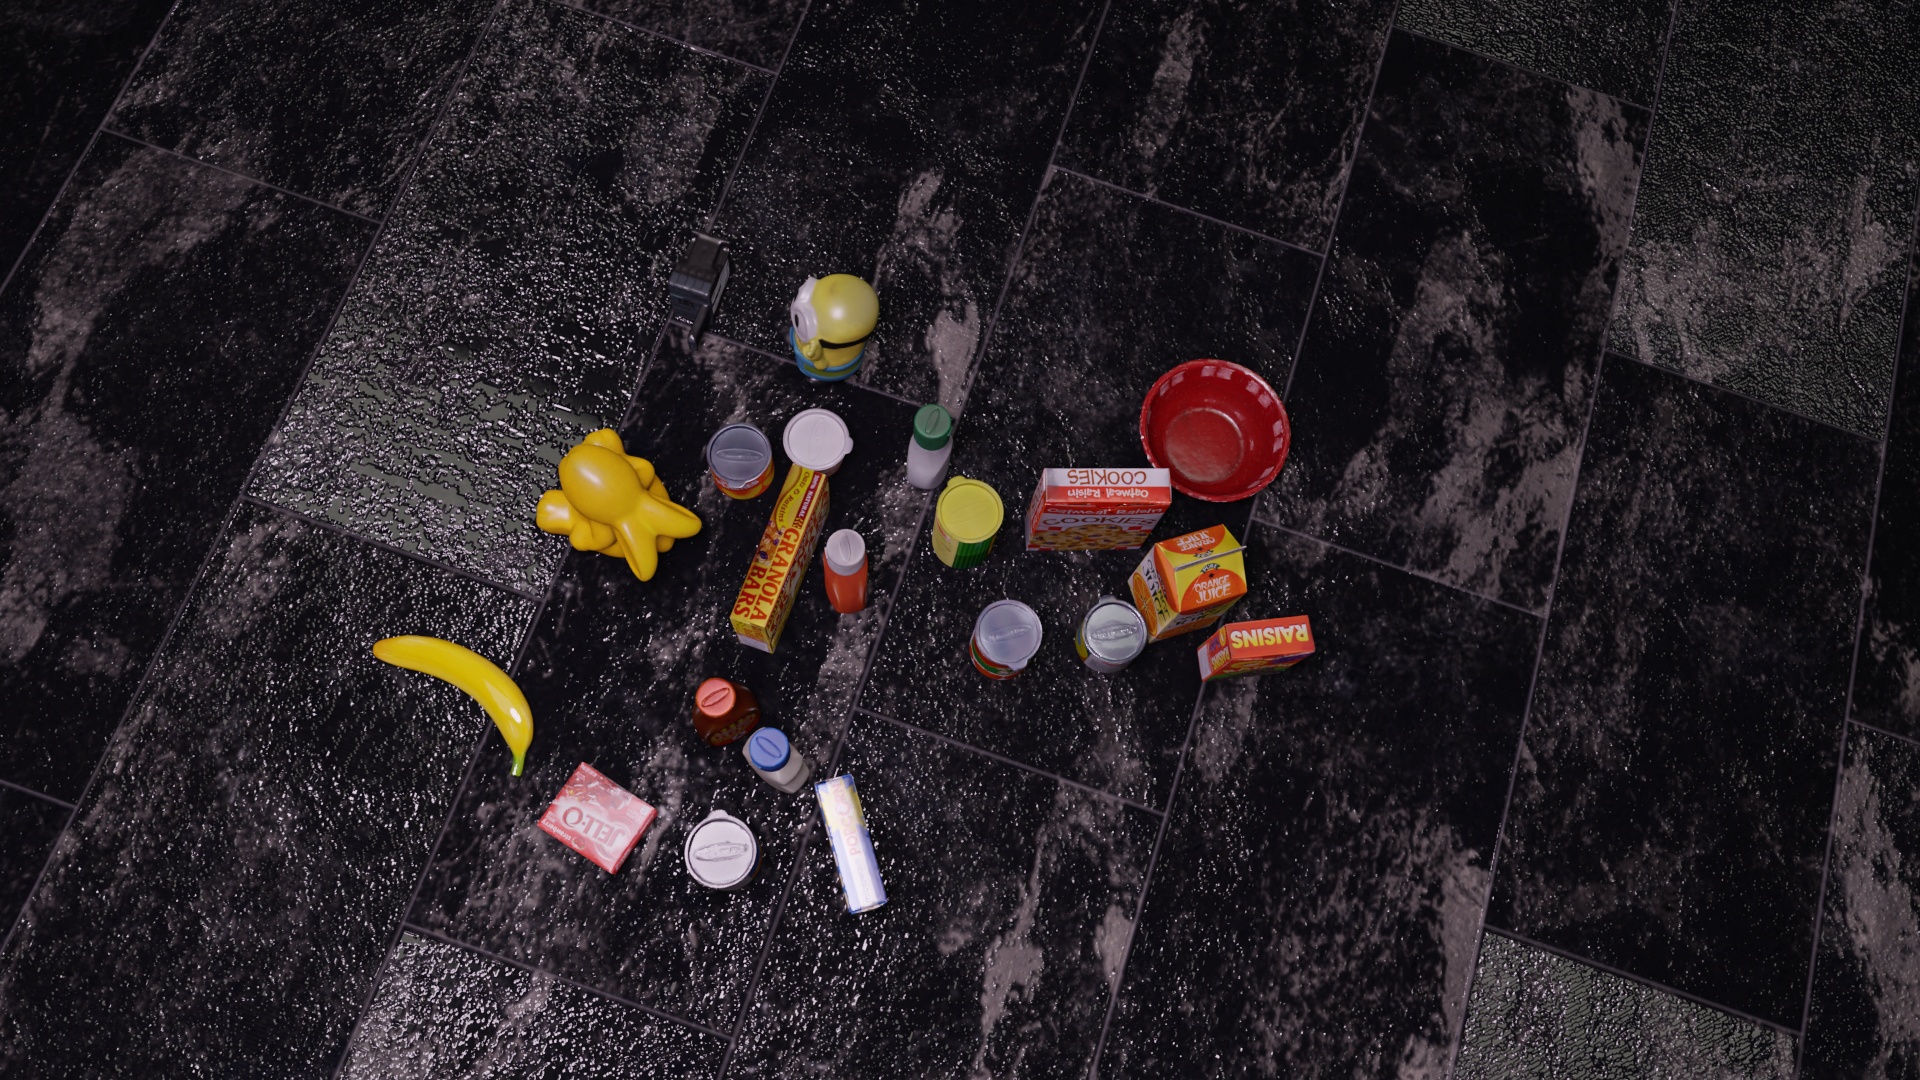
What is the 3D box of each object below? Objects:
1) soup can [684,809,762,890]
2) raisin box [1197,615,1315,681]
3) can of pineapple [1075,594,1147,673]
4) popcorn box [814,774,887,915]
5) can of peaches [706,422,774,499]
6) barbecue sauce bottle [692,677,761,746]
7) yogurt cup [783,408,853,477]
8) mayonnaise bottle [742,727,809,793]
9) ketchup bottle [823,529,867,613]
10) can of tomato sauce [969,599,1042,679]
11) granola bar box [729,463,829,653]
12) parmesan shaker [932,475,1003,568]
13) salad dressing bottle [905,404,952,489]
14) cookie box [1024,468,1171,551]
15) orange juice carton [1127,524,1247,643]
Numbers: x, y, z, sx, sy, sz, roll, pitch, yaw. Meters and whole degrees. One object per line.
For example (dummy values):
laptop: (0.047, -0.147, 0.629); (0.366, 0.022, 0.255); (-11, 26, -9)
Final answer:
soup can: (-0.224, 0.295, 1.320); (0.071, 0.083, 0.071); (1, 74, -4)
raisin box: (0.294, 0.110, 1.392); (0.086, 0.123, 0.040); (-5, 75, -6)
can of pineapple: (0.154, 0.097, 1.420); (0.071, 0.057, 0.071); (1, 74, -4)
popcorn box: (-0.105, 0.292, 1.329); (0.038, 0.085, 0.127); (-15, 75, -8)
can of peaches: (-0.228, -0.080, 1.444); (0.071, 0.058, 0.071); (1, 74, -4)
barbecue sauce bottle: (-0.227, 0.161, 1.326); (0.065, 0.148, 0.044); (-30, 78, -12)
yogurt cup: (-0.150, -0.098, 1.458); (0.072, 0.053, 0.072); (1, 74, -4)
mayonnaise bottle: (-0.176, 0.205, 1.317); (0.065, 0.147, 0.041); (37, 75, 7)
ketchup bottle: (-0.114, 0.027, 1.374); (0.043, 0.148, 0.065); (-10, 75, -7)
can of tomato sauce: (0.045, 0.103, 1.397); (0.071, 0.083, 0.071); (1, 74, -4)
granola bar box: (-0.176, 0.020, 1.384); (0.039, 0.124, 0.166); (19, 73, 2)
parmesan shaker: (0.005, -0.018, 1.420); (0.071, 0.102, 0.071); (1, 74, -4)
salad dressing bottle: (-0.031, -0.096, 1.417); (0.044, 0.147, 0.064); (22, 74, 3)
cookie box: (0.135, -0.029, 1.399); (0.123, 0.167, 0.040); (-1, 74, -4)
orange juice carton: (0.226, 0.040, 1.372); (0.072, 0.192, 0.073); (-15, 76, -8)
